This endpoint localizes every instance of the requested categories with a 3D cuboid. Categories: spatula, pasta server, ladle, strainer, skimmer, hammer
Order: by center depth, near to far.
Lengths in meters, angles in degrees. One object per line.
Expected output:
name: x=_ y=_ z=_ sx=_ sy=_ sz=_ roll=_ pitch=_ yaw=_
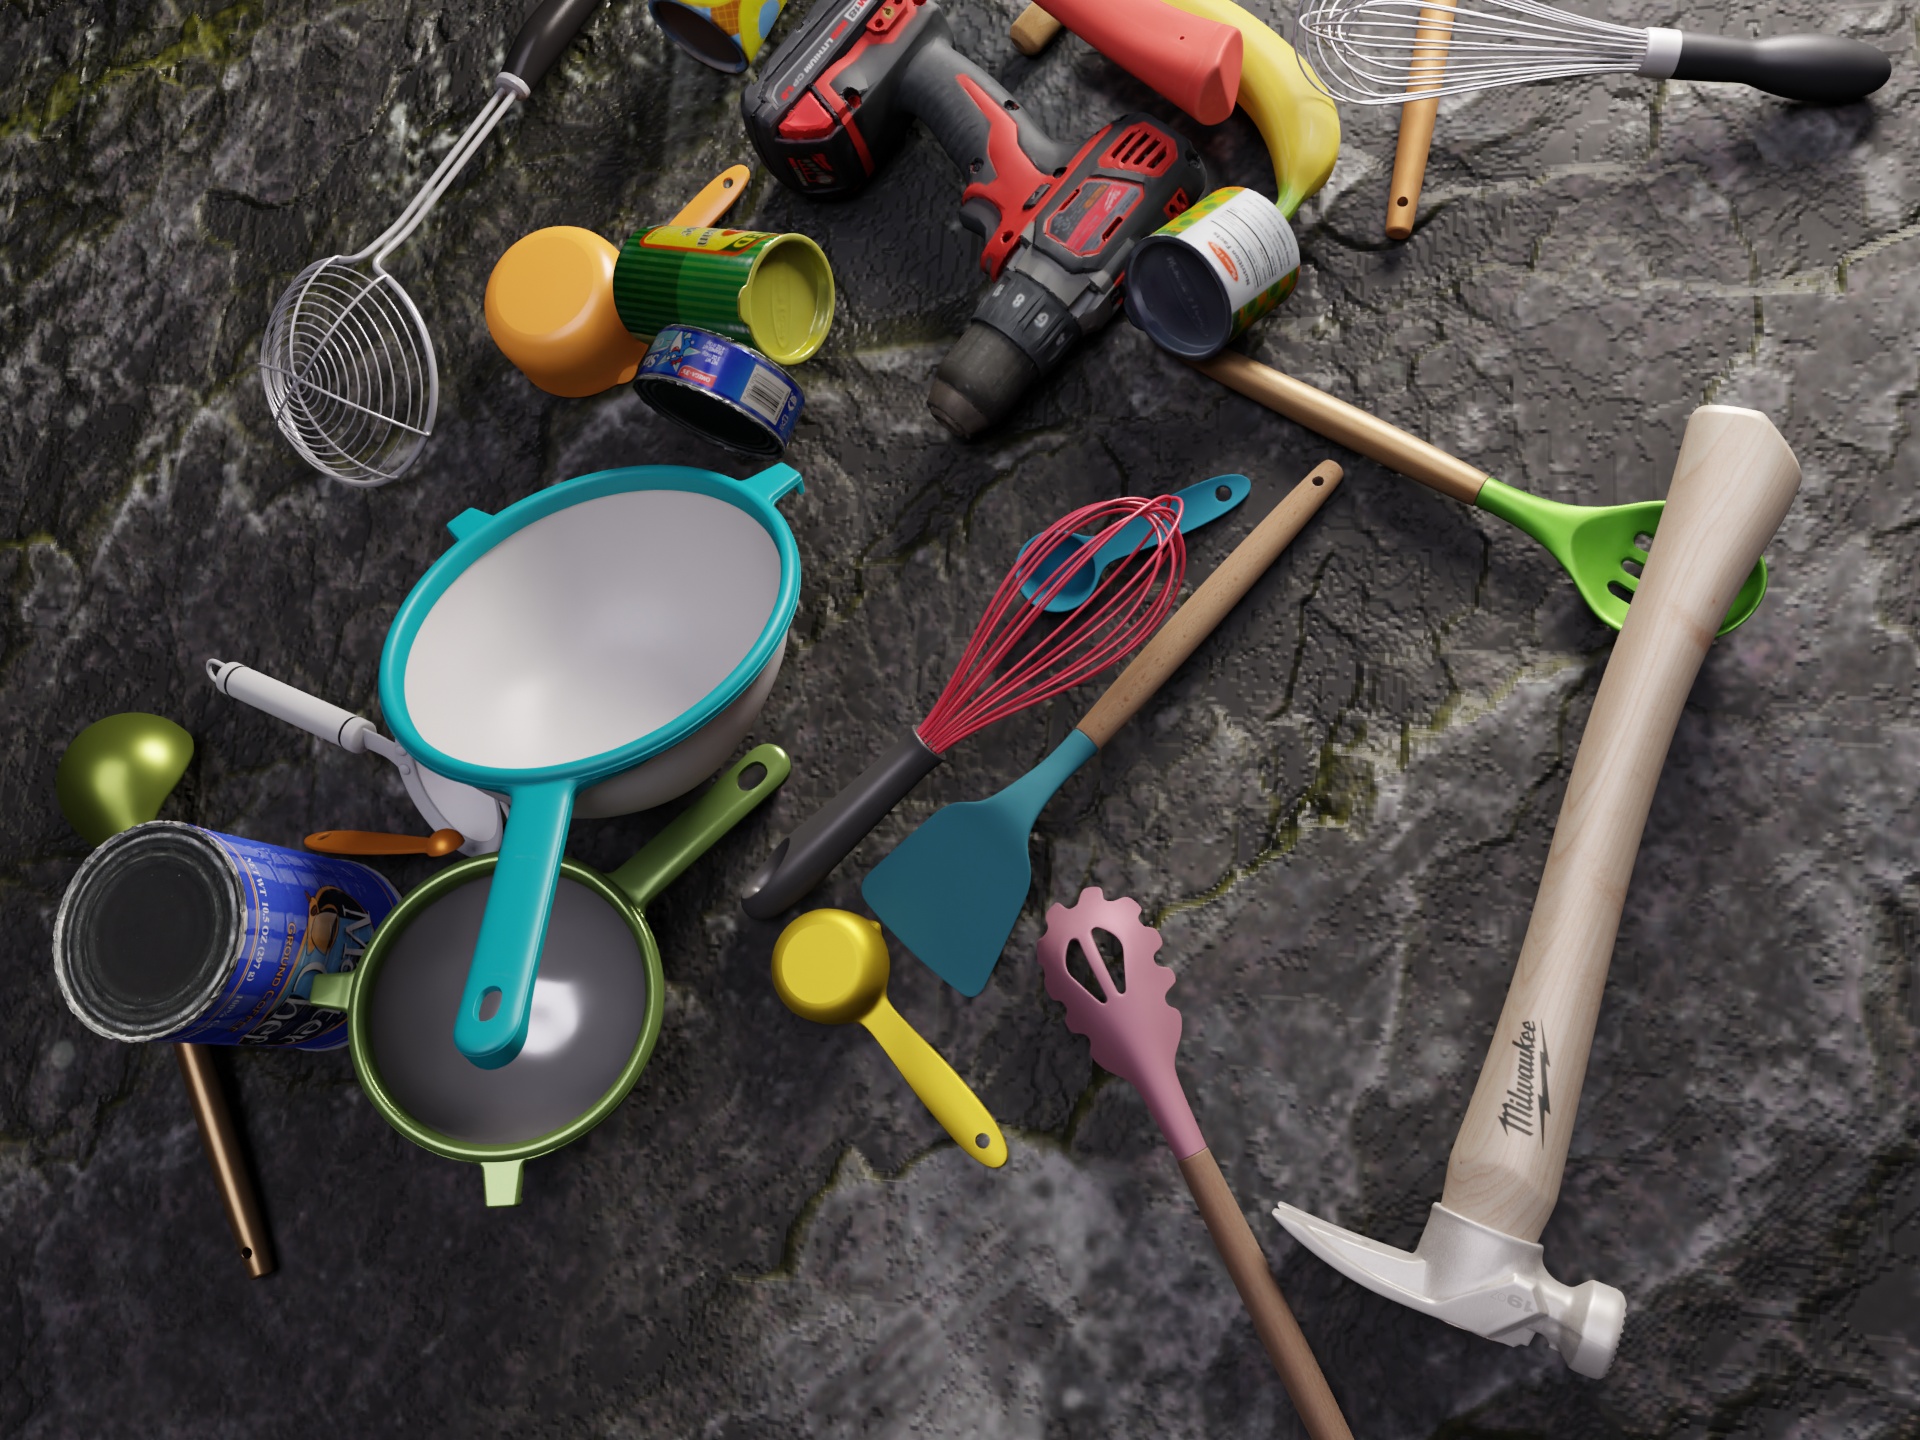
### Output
hammer: x=0.265 y=0.059 z=0.691 sx=0.146 sy=0.038 sz=0.410 roll=17 pitch=87 yaw=18
pasta server: x=0.118 y=0.220 z=0.716 sx=0.060 sy=0.040 sz=0.316 roll=-28 pitch=76 yaw=6
strainer: x=-0.173 y=0.024 z=0.753 sx=0.211 sy=0.095 sz=0.341 roll=-6 pitch=50 yaw=10
spatula: x=0.079 y=-0.008 z=0.781 sx=0.082 sy=0.044 sz=0.317 roll=41 pitch=84 yaw=20
strainer: x=-0.181 y=0.110 z=0.801 sx=0.151 sy=0.069 sz=0.256 roll=42 pitch=73 yaw=15
spatula: x=0.252 y=-0.403 z=0.822 sx=0.081 sy=0.041 sz=0.323 roll=10 pitch=80 yaw=15
hammer: x=0.015 y=-0.416 z=0.857 sx=0.149 sy=0.036 sz=0.359 roll=-41 pitch=62 yaw=1
ladle: x=-0.418 y=0.143 z=0.862 sx=0.078 sy=0.062 sz=0.320 roll=-24 pitch=79 yaw=7
strainer: x=-0.320 y=0.009 z=0.864 sx=0.258 sy=0.050 sz=0.086 roll=20 pitch=126 yaw=22
skimmer: x=-0.285 y=-0.307 z=0.937 sx=0.127 sy=0.090 sz=0.363 roll=23 pitch=73 yaw=21

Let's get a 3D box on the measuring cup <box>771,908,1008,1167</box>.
measuring cup: x=-0.033 y=0.153 z=0.764 sx=0.062 sy=0.029 sz=0.157 roll=-45 pitch=69 yaw=1

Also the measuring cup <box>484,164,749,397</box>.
measuring cup: x=-0.191 y=-0.260 z=0.888 sx=0.173 sy=0.052 sz=0.095 roll=-43 pitch=71 yaw=3

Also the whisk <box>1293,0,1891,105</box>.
whisk: x=0.304 y=-0.326 z=0.769 sx=0.284 sy=0.070 sz=0.070 roll=6 pitch=78 yaw=3

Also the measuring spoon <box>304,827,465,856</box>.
measuring spoon: x=-0.309 y=0.062 z=0.846 sx=0.117 sy=0.021 sz=0.011 roll=0 pitch=115 yaw=30

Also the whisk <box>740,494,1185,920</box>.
whisk: x=-0.001 y=-0.002 z=0.770 sx=0.296 sy=0.073 sz=0.073 roll=-43 pitch=71 yaw=11

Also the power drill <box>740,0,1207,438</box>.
power drill: x=-0.009 y=-0.272 z=0.838 sx=0.227 sy=0.080 sz=0.188 roll=38 pitch=88 yaw=16

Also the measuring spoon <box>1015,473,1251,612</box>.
measuring spoon: x=0.087 y=-0.092 z=0.804 sx=0.128 sy=0.021 sz=0.042 roll=-25 pitch=83 yaw=-3

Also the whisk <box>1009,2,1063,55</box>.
whisk: x=0.116 y=-0.462 z=0.873 sx=0.245 sy=0.051 sz=0.047 roll=-47 pitch=50 yaw=4

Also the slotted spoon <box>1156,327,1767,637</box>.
slotted spoon: x=0.230 y=-0.124 z=0.769 sx=0.314 sy=0.031 sz=0.070 roll=31 pitch=87 yaw=20
